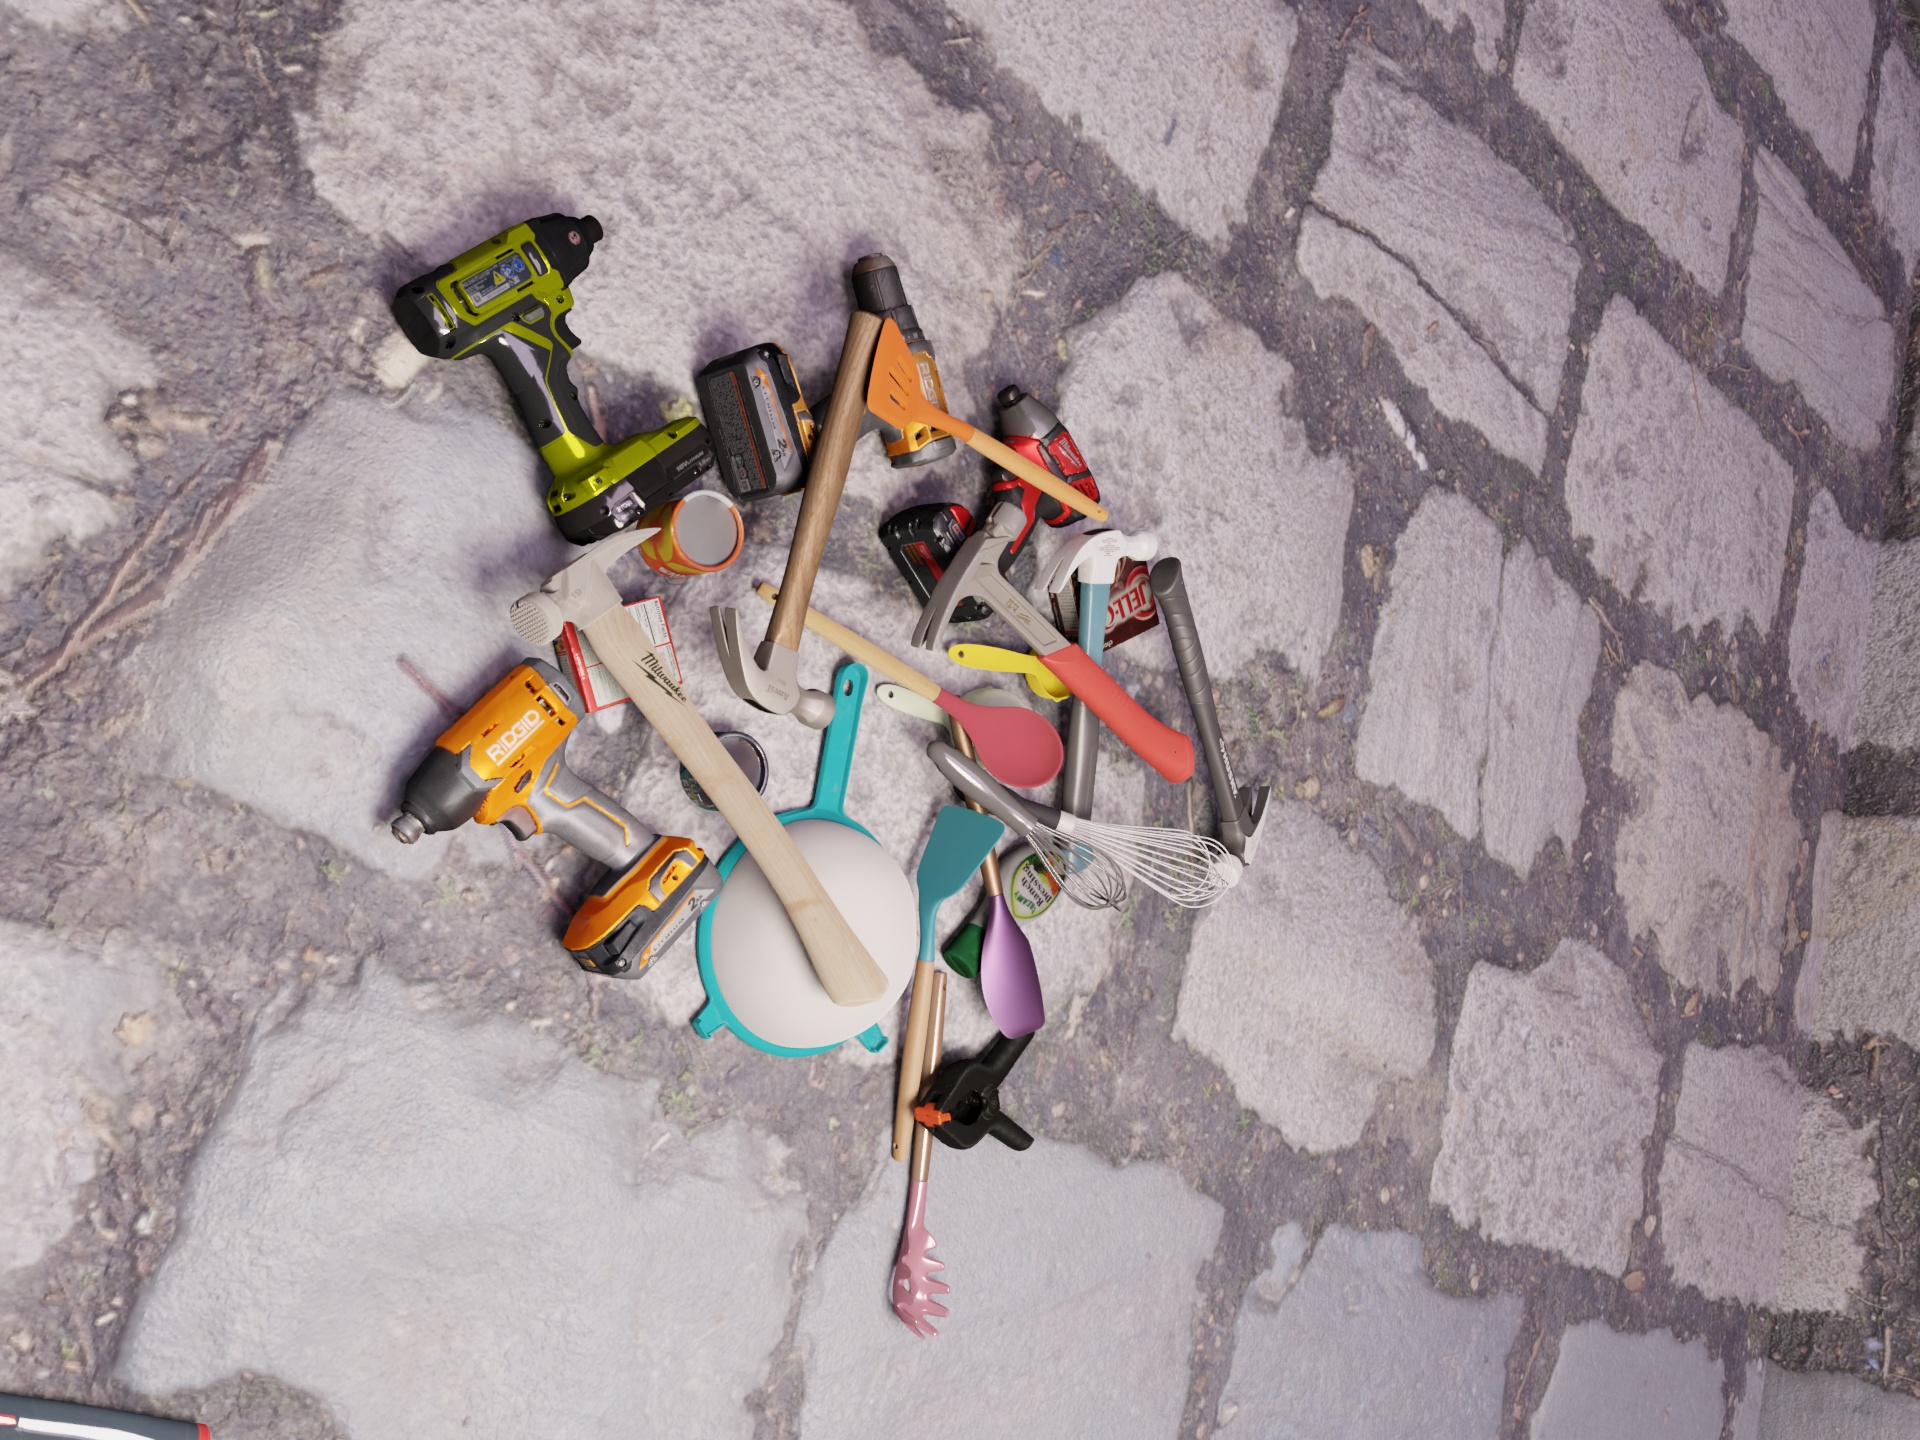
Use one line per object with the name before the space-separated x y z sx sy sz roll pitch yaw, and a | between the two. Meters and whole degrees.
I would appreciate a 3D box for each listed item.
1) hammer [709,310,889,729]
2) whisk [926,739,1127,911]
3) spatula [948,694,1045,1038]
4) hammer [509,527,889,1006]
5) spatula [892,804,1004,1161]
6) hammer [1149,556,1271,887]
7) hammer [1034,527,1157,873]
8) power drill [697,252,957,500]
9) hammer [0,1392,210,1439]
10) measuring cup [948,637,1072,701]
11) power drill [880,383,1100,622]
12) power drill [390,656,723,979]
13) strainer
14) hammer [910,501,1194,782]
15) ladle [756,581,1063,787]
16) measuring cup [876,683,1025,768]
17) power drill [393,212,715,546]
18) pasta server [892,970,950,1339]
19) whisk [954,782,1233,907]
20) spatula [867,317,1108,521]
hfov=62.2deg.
hammer | -0.114 -0.167 1.254 0.130 0.031 0.331 25 76 -48
whisk | 0.060 0.095 1.416 0.238 0.055 0.055 40 65 -16
spatula | 0.024 0.132 1.432 0.059 0.018 0.316 -14 94 -29
hammer | -0.174 0.046 1.223 0.410 0.038 0.146 57 41 -13
spatula | -0.025 0.236 1.405 0.044 0.082 0.317 2 99 -44
hammer | 0.248 -0.008 1.599 0.146 0.035 0.334 -51 129 -51
hammer | 0.121 -0.017 1.513 0.128 0.033 0.331 -4 102 -38
power drill | -0.108 -0.290 1.341 0.226 0.084 0.185 -25 104 -41
hammer | -0.630 0.386 0.932 0.386 0.038 0.143 28 70 -35
measuring cup | 0.047 -0.054 1.498 0.156 0.029 0.062 8 87 -34
power drill | 0.033 -0.201 1.457 0.220 0.078 0.143 -49 119 -32
power drill | -0.301 0.088 1.179 0.164 0.084 0.226 -49 113 -28
strainer | -0.096 0.118 1.333 0.210 0.095 0.340 15 82 -38
hammer | 0.104 -0.036 1.450 0.358 0.037 0.149 41 73 -38
ladle | -0.043 -0.034 1.380 0.315 0.031 0.069 31 87 -20
measuring cup | -0.002 -0.005 1.446 0.167 0.038 0.083 20 77 -38
power drill | -0.290 -0.261 1.195 0.171 0.080 0.223 -43 112 -31
pasta server | -0.027 0.385 1.422 0.060 0.040 0.316 17 77 -57
whisk | 0.125 0.109 1.487 0.284 0.070 0.070 20 76 -11
spatula | 0.029 -0.239 1.381 0.322 0.041 0.081 23 73 -41
